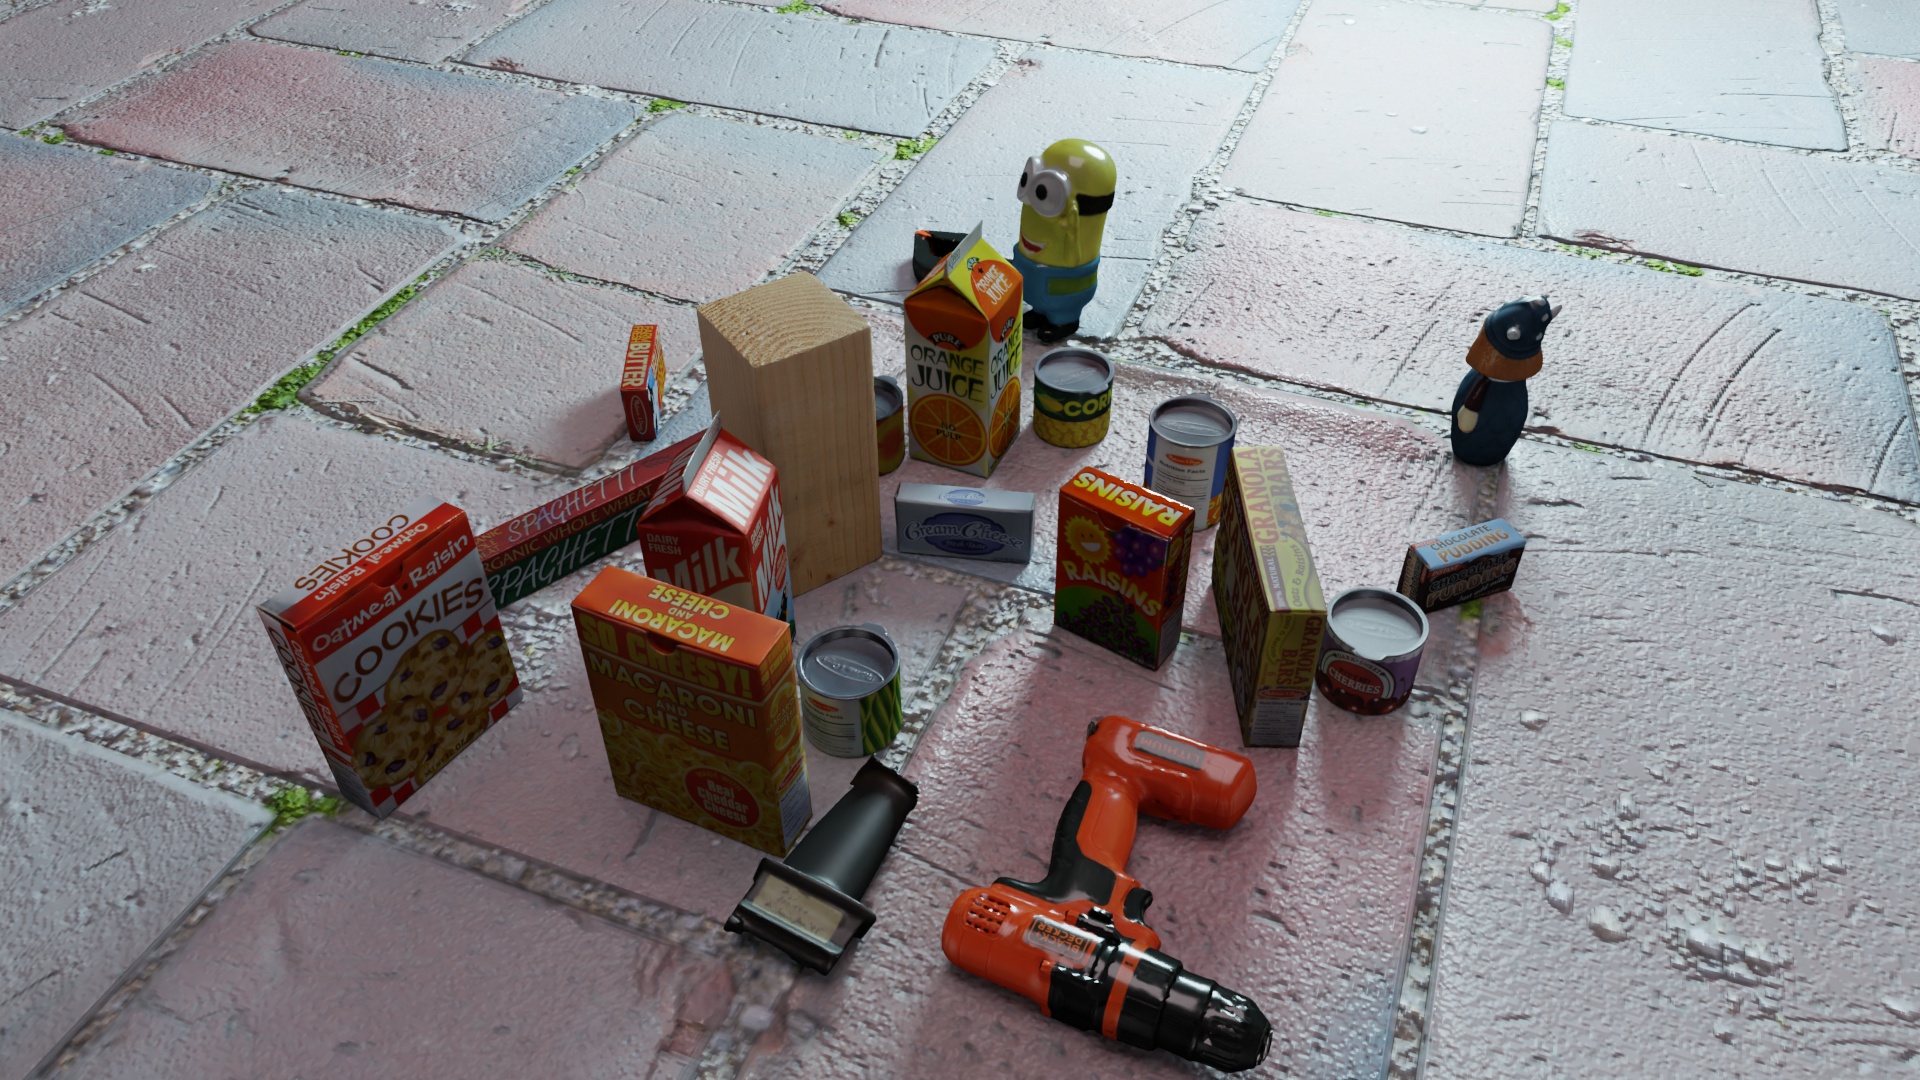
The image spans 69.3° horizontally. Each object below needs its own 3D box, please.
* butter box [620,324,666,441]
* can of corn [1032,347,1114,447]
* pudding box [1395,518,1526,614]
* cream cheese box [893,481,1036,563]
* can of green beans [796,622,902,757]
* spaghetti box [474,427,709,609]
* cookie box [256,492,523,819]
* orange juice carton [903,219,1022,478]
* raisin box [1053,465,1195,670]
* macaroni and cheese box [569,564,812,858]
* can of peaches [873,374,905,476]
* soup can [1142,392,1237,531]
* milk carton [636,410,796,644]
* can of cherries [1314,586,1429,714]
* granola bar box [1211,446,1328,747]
[{"bbox_3d":[-0.269,-0.136,1.182,0.024,0.052,0.104,-3,41,-3],"label":"butter box"},{"bbox_3d":[0.095,-0.117,1.153,0.071,0.058,0.071,0,41,0],"label":"can of corn"},{"bbox_3d":[0.360,0.018,0.999,0.084,0.049,0.030,-14,42,-15],"label":"pudding box"},{"bbox_3d":[0.004,-0.013,1.036,0.104,0.053,0.024,5,41,7],"label":"cream cheese box"},{"bbox_3d":[-0.071,0.098,0.903,0.071,0.057,0.071,0,41,0],"label":"can of green beans"},{"bbox_3d":[-0.267,-0.019,1.048,0.251,0.049,0.029,-30,49,-30],"label":"spaghetti box"},{"bbox_3d":[-0.342,0.072,0.853,0.040,0.166,0.123,22,45,24],"label":"cookie box"},{"bbox_3d":[0.004,-0.151,1.091,0.073,0.191,0.072,16,43,18],"label":"orange juice carton"},{"bbox_3d":[0.109,0.019,0.944,0.086,0.122,0.040,25,47,27],"label":"raisin box"},{"bbox_3d":[-0.154,0.103,0.815,0.124,0.165,0.040,16,43,18],"label":"macaroni and cheese box"},{"bbox_3d":[-0.077,-0.093,1.127,0.071,0.057,0.071,0,41,0],"label":"can of peaches"},{"bbox_3d":[0.175,-0.060,1.067,0.071,0.083,0.072,0,41,0],"label":"soup can"},{"bbox_3d":[-0.157,0.012,0.903,0.073,0.189,0.073,6,41,8],"label":"milk carton"},{"bbox_3d":[0.272,0.075,0.927,0.071,0.058,0.072,0,41,0],"label":"can of cherries"},{"bbox_3d":[0.201,0.035,0.924,0.039,0.123,0.166,0,41,1],"label":"granola bar box"}]
